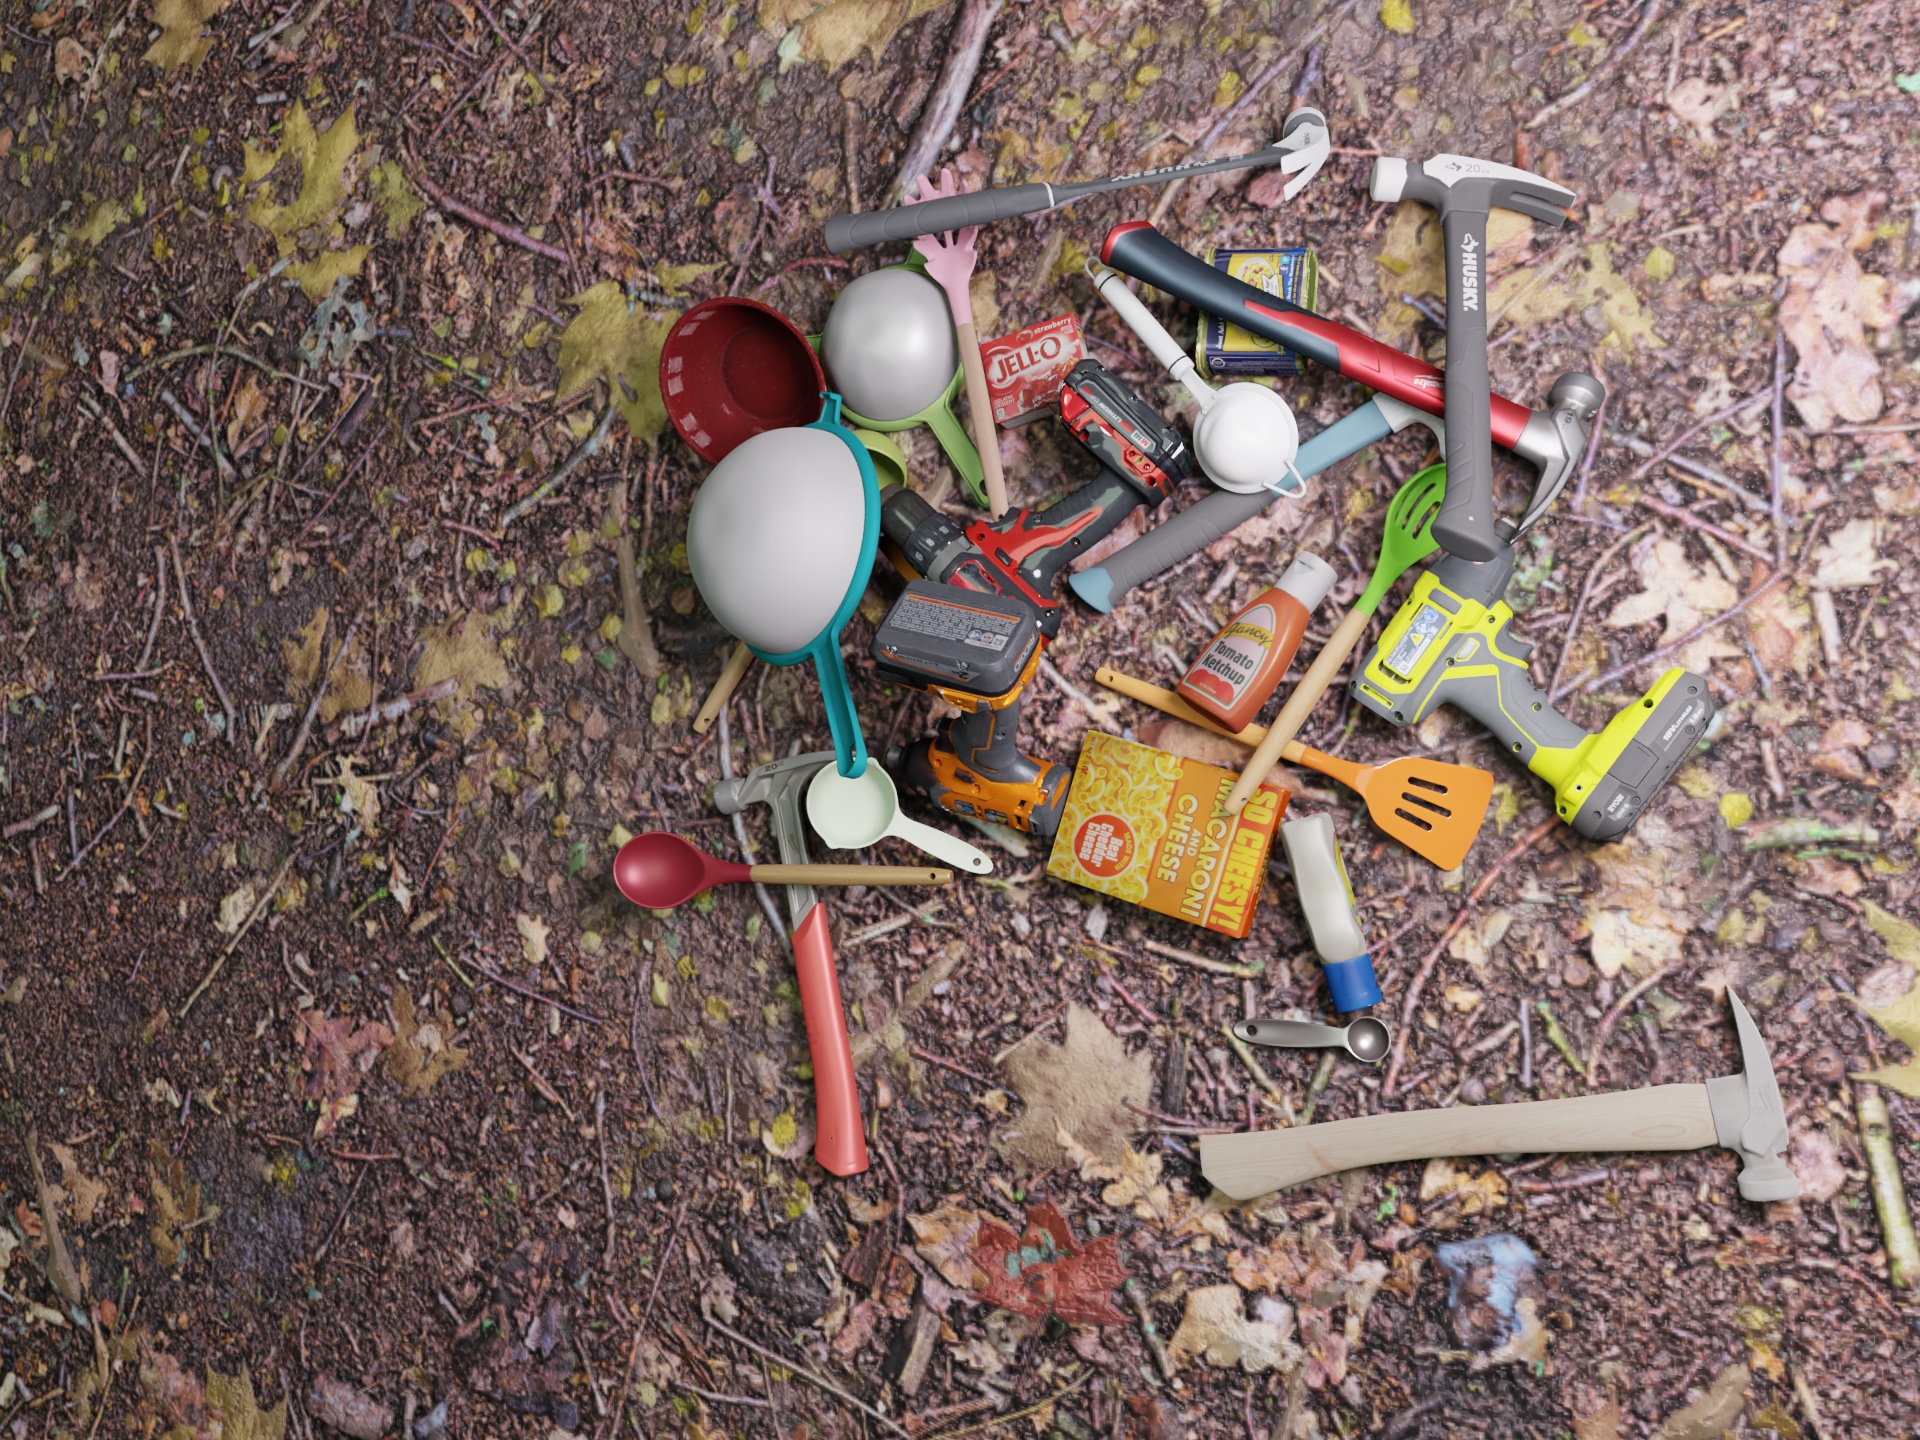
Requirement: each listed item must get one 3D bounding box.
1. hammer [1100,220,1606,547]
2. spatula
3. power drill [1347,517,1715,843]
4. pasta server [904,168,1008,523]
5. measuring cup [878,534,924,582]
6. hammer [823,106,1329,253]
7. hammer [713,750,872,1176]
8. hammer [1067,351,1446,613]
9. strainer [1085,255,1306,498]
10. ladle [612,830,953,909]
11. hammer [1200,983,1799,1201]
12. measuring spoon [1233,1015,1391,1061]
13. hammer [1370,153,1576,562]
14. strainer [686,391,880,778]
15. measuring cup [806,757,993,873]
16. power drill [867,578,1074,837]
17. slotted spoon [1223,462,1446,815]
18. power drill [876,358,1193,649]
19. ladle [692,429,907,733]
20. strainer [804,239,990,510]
[{"bbox_3d":[0.275,-0.268,1.192,0.386,0.038,0.143,27,73,10],"label":"hammer"},{"bbox_3d":[0.251,0.020,1.253,0.323,0.041,0.081,23,94,26],"label":"spatula"},{"bbox_3d":[0.421,-0.030,1.160,0.223,0.080,0.171,38,100,23],"label":"power drill"},{"bbox_3d":[0.007,-0.308,1.337,0.060,0.040,0.316,-12,81,8],"label":"pasta server"},{"bbox_3d":[-0.016,-0.106,1.355,0.095,0.052,0.174,-44,70,13],"label":"measuring cup"},{"bbox_3d":[0.086,-0.420,1.271,0.409,0.149,0.036,-6,121,15],"label":"hammer"},{"bbox_3d":[-0.118,0.208,1.378,0.149,0.036,0.359,-15,80,20],"label":"hammer"},{"bbox_3d":[0.235,-0.180,1.269,0.331,0.033,0.128,-31,76,17],"label":"hammer"},{"bbox_3d":[0.176,-0.269,1.247,0.258,0.050,0.087,53,126,13],"label":"strainer"},{"bbox_3d":[-0.155,0.131,1.367,0.315,0.031,0.069,-1,87,20],"label":"ladle"},{"bbox_3d":[0.377,0.293,1.172,0.410,0.038,0.146,-12,80,21],"label":"hammer"},{"bbox_3d":[0.273,0.243,1.232,0.124,0.018,0.034,-1,85,29],"label":"measuring spoon"},{"bbox_3d":[0.371,-0.267,1.149,0.146,0.035,0.335,5,68,3],"label":"hammer"},{"bbox_3d":[-0.150,-0.103,1.293,0.211,0.095,0.341,-42,51,35],"label":"strainer"},{"bbox_3d":[-0.050,0.089,1.342,0.167,0.038,0.083,25,85,0],"label":"measuring cup"},{"bbox_3d":[-0.002,-0.004,1.263,0.164,0.226,0.084,14,54,23],"label":"power drill"},{"bbox_3d":[0.290,-0.061,1.213,0.314,0.070,0.031,-57,33,3],"label":"slotted spoon"},{"bbox_3d":[0.053,-0.180,1.273,0.188,0.080,0.226,45,98,15],"label":"power drill"},{"bbox_3d":[-0.151,-0.117,1.409,0.320,0.078,0.062,-57,28,13],"label":"ladle"},{"bbox_3d":[-0.042,-0.289,1.369,0.151,0.069,0.256,-36,72,15],"label":"strainer"}]
